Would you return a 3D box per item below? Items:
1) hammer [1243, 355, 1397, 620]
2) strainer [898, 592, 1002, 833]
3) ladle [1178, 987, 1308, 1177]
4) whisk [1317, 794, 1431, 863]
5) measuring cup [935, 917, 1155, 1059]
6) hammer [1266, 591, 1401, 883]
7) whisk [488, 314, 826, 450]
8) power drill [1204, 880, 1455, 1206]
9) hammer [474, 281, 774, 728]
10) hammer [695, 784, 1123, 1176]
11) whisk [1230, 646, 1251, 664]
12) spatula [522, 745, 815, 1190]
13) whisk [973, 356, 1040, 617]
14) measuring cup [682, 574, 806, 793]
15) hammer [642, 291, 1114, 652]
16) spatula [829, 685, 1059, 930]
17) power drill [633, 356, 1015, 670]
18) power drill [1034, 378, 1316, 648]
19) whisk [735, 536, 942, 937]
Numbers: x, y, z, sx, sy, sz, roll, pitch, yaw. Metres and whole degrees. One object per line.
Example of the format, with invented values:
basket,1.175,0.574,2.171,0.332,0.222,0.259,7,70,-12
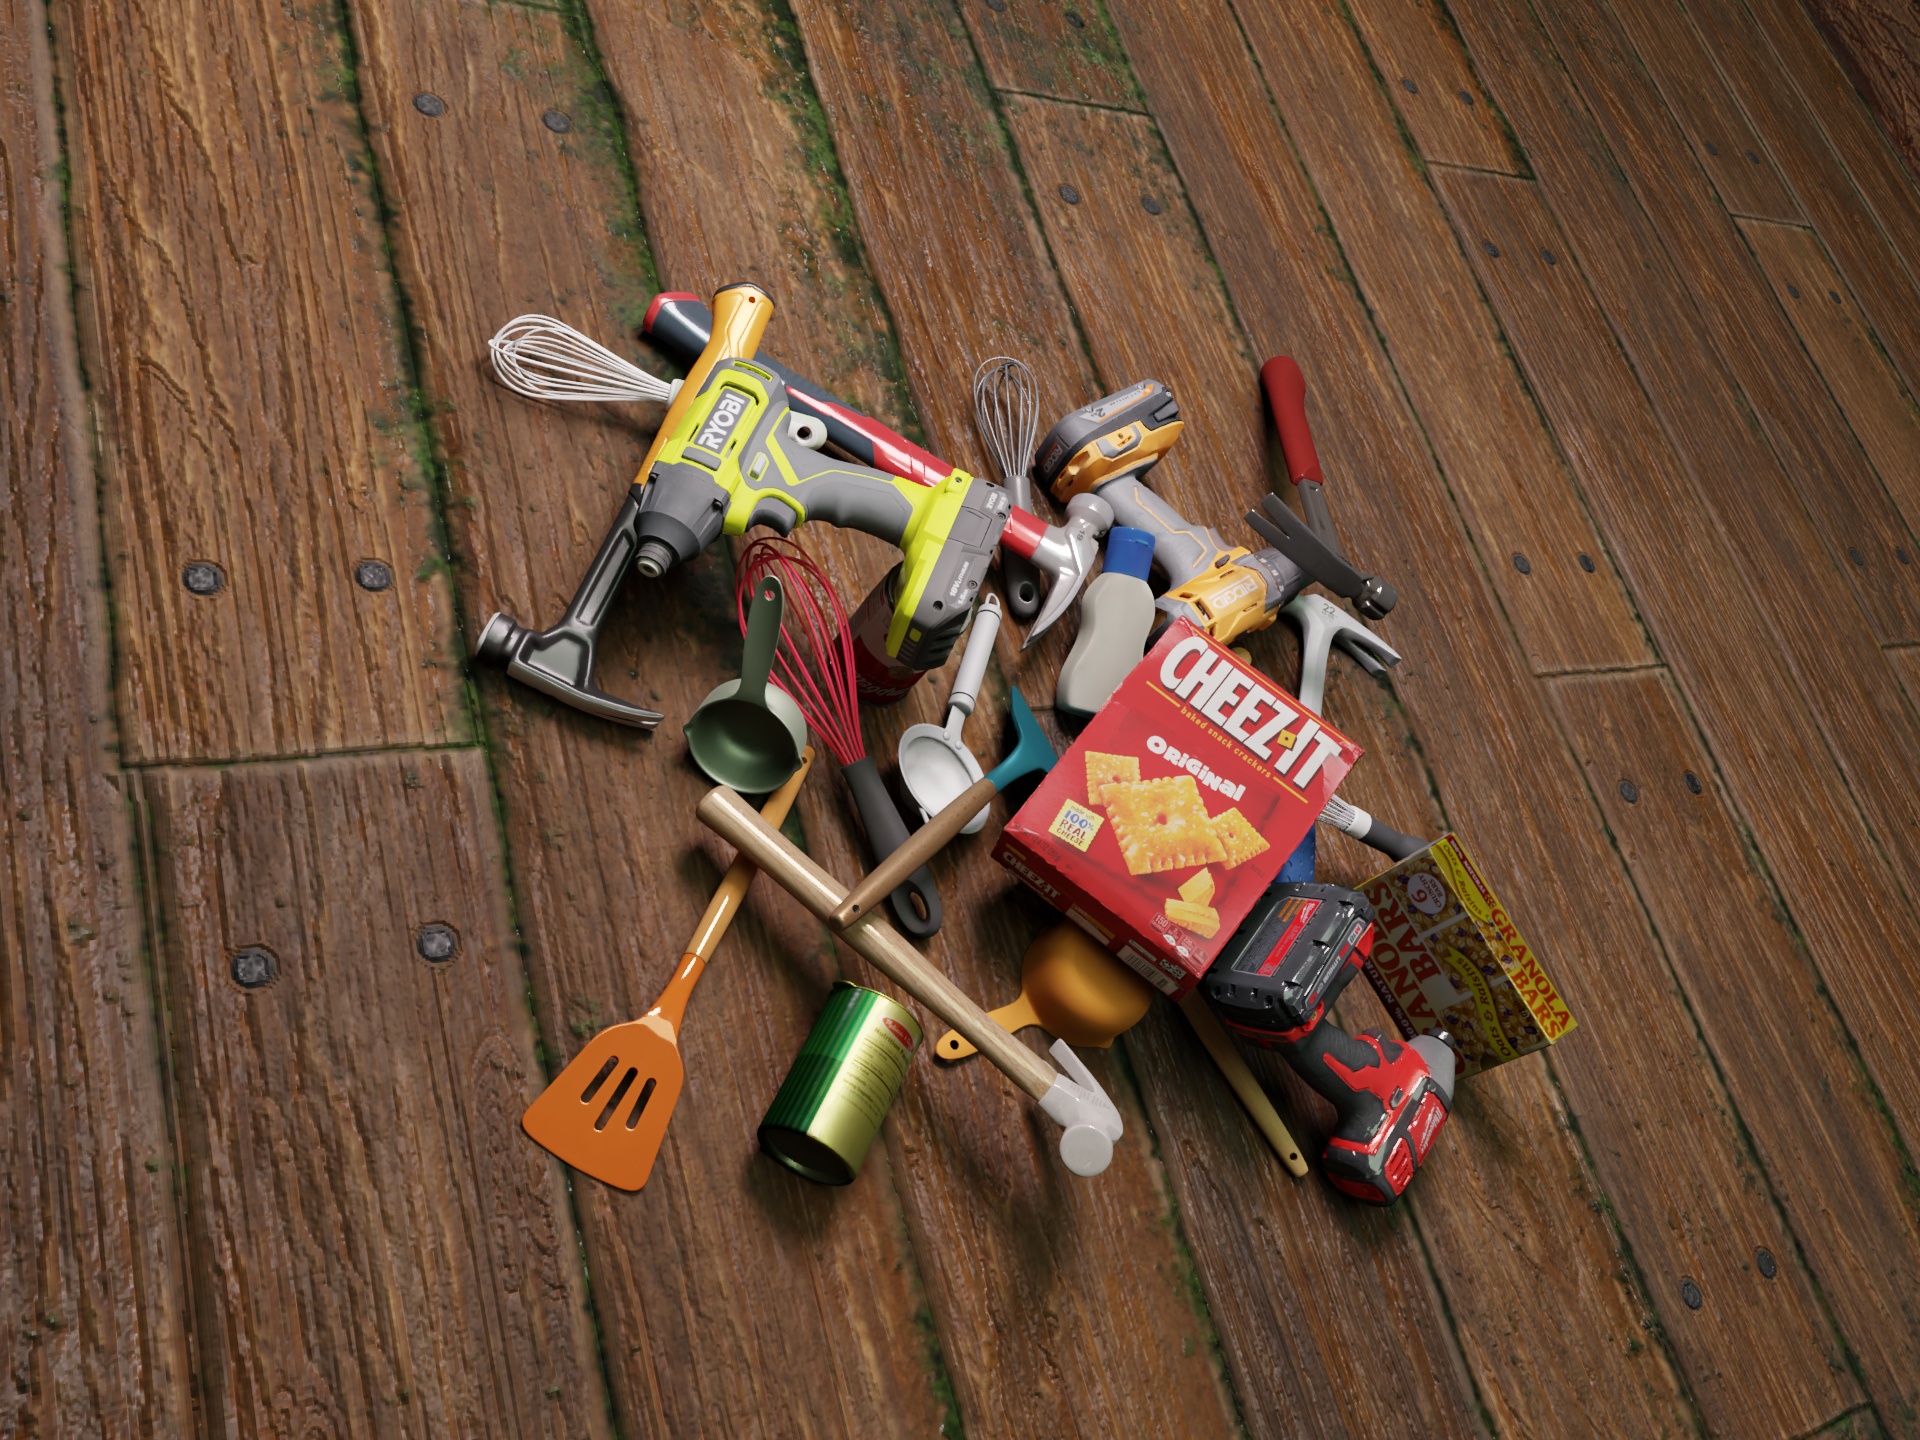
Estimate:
hammer,0.289,-0.229,1.378,0.149,0.036,0.359,34,32,-22
strainer,-0.002,-0.004,1.160,0.086,0.050,0.259,39,44,-23
ladle,0.160,0.190,1.148,0.069,0.031,0.315,-32,83,-6
whisk,0.280,0.065,1.223,0.284,0.070,0.070,27,53,-23
measuring cup,0.060,0.187,1.077,0.173,0.052,0.095,-18,73,-37
hammer,0.281,0.062,1.285,0.144,0.035,0.406,25,54,-15
whisk,-0.216,-0.236,1.144,0.246,0.057,0.059,14,18,-12
power drill,0.276,0.222,1.119,0.143,0.078,0.219,-48,117,-27
hammer,-0.199,-0.160,1.089,0.127,0.034,0.337,27,68,-13
hammer,-0.033,0.154,0.996,0.331,0.130,0.031,40,95,7
whisk,0.182,0.021,1.255,0.047,0.051,0.245,54,44,-20
spatula,-0.161,0.136,1.003,0.081,0.041,0.323,33,48,-9
whisk,0.042,-0.192,1.289,0.055,0.055,0.239,8,65,-26
measuring cup,-0.129,-0.028,1.028,0.083,0.167,0.038,17,34,3
hammer,-0.075,-0.201,1.210,0.386,0.038,0.143,30,62,-4
spatula,-0.002,0.062,1.067,0.317,0.044,0.082,-38,101,-51
power drill,-0.092,-0.128,1.038,0.223,0.080,0.171,23,58,-2
power drill,0.190,-0.170,1.321,0.185,0.084,0.226,-28,79,-28
whisk,-0.080,0.011,1.083,0.073,0.073,0.296,-22,86,-36
